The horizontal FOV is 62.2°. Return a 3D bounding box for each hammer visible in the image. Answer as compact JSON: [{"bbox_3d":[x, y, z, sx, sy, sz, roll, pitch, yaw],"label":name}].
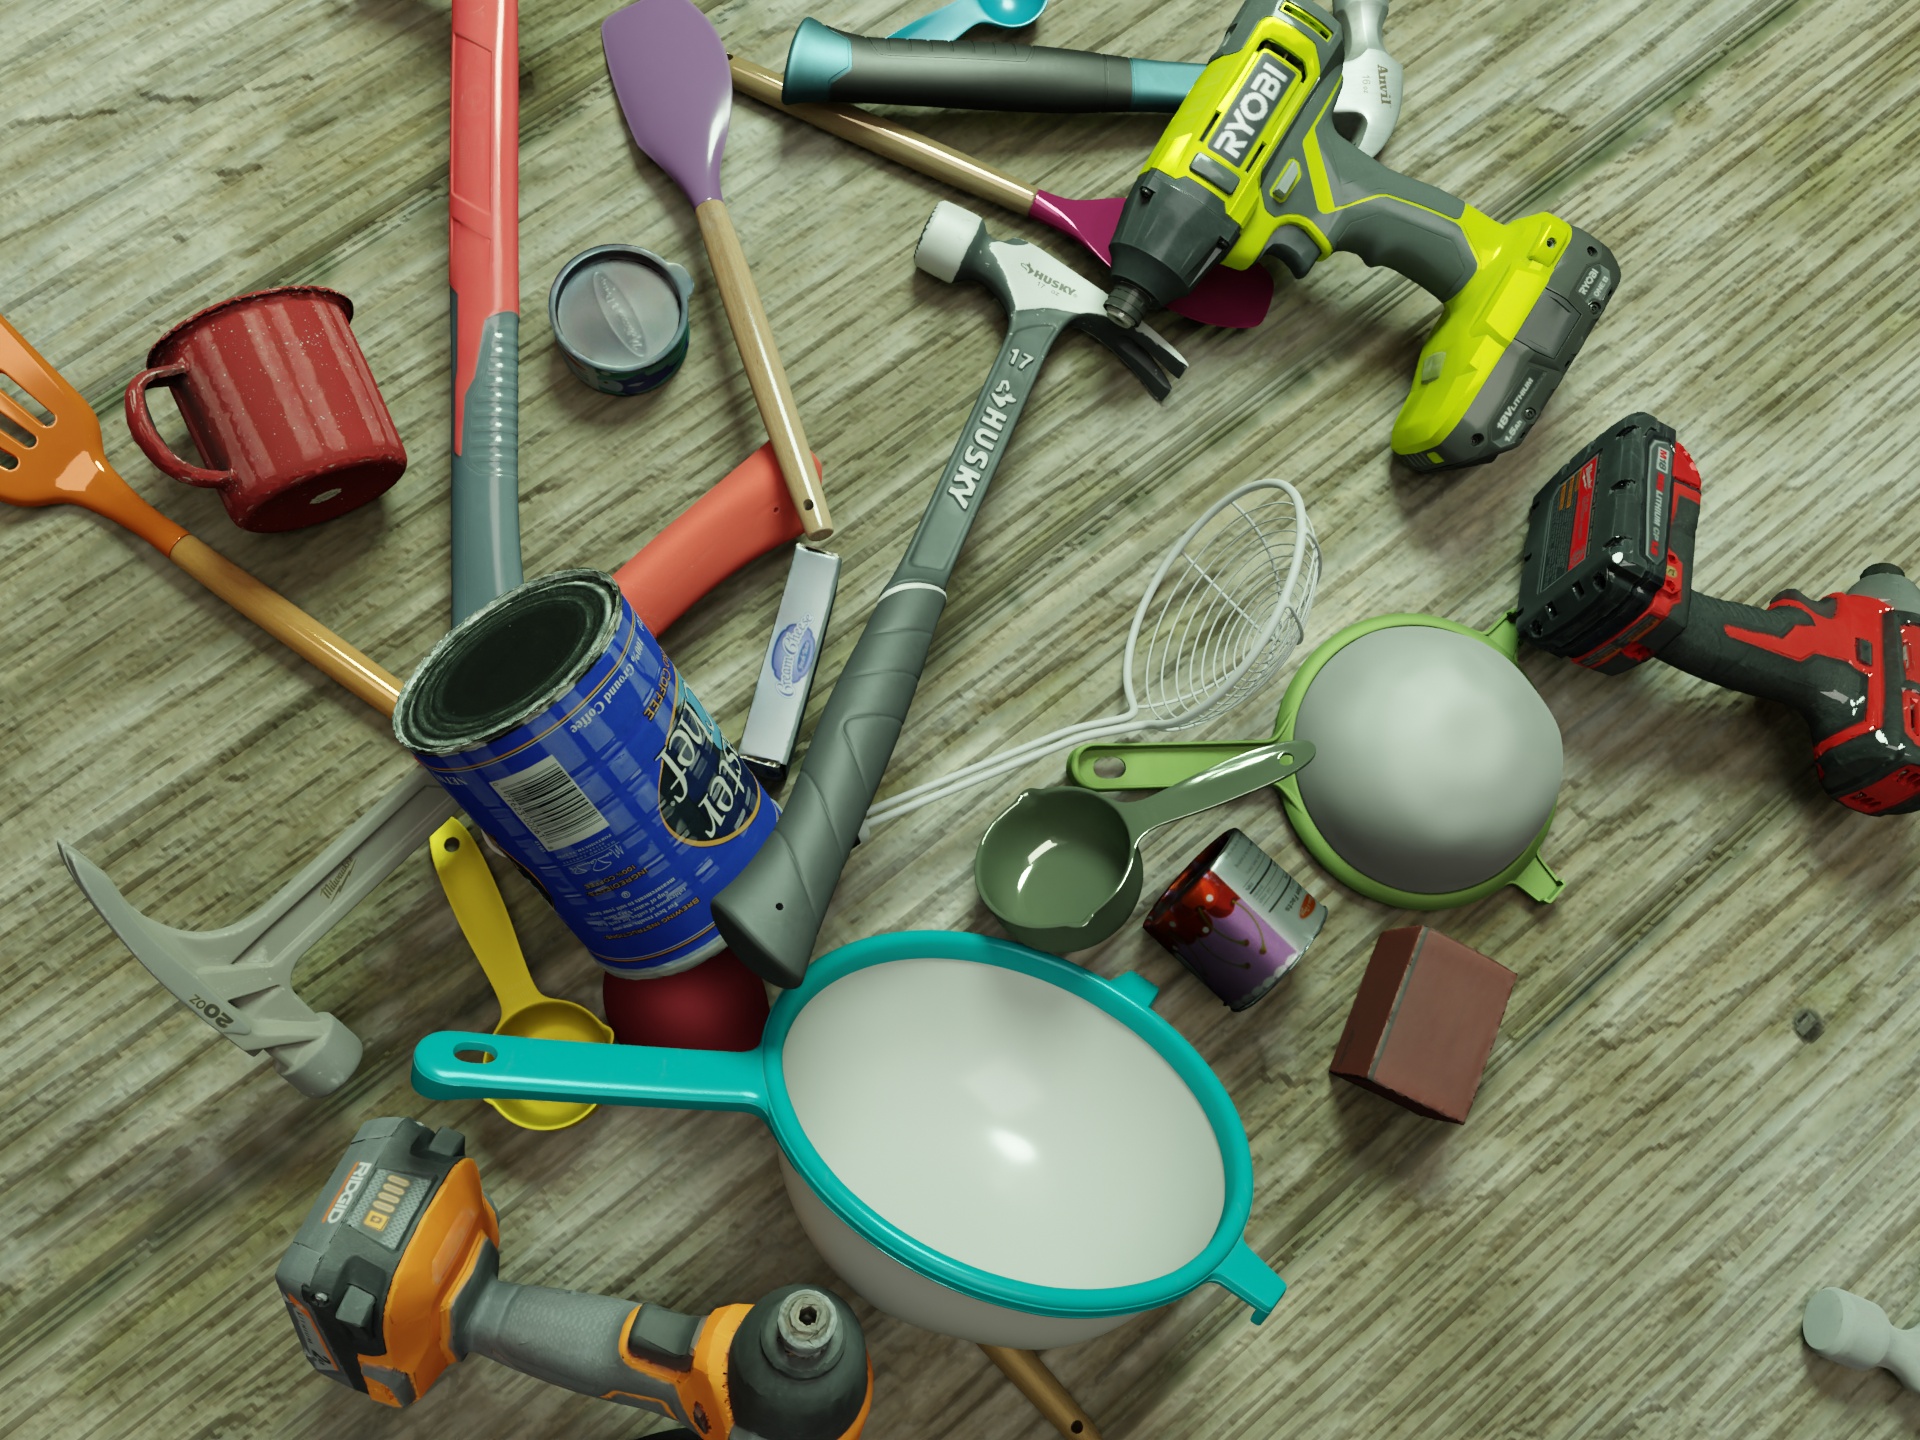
[{"bbox_3d":[0.546,0.145,0.808,0.144,0.035,0.405,22,78,-3],"label":"hammer"},{"bbox_3d":[-0.011,-0.066,0.712,0.149,0.036,0.409,25,59,-6],"label":"hammer"},{"bbox_3d":[0.073,-0.330,0.821,0.331,0.033,0.128,-1,81,-12],"label":"hammer"},{"bbox_3d":[-0.196,-0.013,0.695,0.359,0.037,0.149,-47,126,-22],"label":"hammer"},{"bbox_3d":[-0.237,-0.196,0.750,0.143,0.038,0.386,-2,87,25],"label":"hammer"}]

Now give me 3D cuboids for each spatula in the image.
[{"bbox_3d":[-0.339,-0.066,0.725,0.322,0.041,0.081,36,80,-1],"label":"spatula"},{"bbox_3d":[-0.112,-0.228,0.769,0.060,0.018,0.316,-21,73,6],"label":"spatula"}]

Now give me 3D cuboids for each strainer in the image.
[{"bbox_3d":[0.182,0.016,0.764,0.256,0.069,0.151,-1,80,-9],"label":"strainer"},{"bbox_3d":[-0.051,0.180,0.653,0.340,0.211,0.095,8,119,-17],"label":"strainer"}]

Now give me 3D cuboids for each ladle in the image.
[{"bbox_3d":[-0.046,0.214,0.722,0.069,0.031,0.315,-42,89,-15],"label":"ladle"}]

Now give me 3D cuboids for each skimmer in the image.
[{"bbox_3d":[-0.001,-0.002,0.727,0.363,0.127,0.090,-23,112,-7],"label":"skimmer"}]

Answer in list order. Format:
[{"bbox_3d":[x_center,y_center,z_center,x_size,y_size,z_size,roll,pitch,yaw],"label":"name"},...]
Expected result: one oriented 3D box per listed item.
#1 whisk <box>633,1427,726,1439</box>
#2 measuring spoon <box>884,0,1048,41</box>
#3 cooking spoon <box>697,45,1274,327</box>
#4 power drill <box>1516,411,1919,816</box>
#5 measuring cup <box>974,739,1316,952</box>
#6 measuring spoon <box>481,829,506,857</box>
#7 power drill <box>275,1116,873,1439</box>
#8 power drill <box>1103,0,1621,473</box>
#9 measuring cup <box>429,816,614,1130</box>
[{"bbox_3d":[-0.228,0.331,0.665,0.284,0.070,0.070,-5,81,-14],"label":"whisk"},{"bbox_3d":[-0.011,-0.361,0.836,0.128,0.021,0.042,-32,99,-3],"label":"measuring spoon"},{"bbox_3d":[0.014,-0.277,0.820,0.319,0.017,0.069,23,62,-3],"label":"cooking spoon"},{"bbox_3d":[0.398,-0.056,0.797,0.219,0.078,0.143,25,58,-8],"label":"power drill"},{"bbox_3d":[0.089,0.054,0.738,0.167,0.038,0.083,-23,49,1],"label":"measuring cup"},{"bbox_3d":[-0.160,0.048,0.744,0.124,0.018,0.034,-1,77,-15],"label":"measuring spoon"},{"bbox_3d":[-0.143,0.237,0.627,0.226,0.164,0.084,18,48,3],"label":"power drill"},{"bbox_3d":[0.191,-0.225,0.787,0.223,0.080,0.171,31,90,-7],"label":"power drill"},{"bbox_3d":[-0.205,0.113,0.724,0.062,0.029,0.157,-26,73,-11],"label":"measuring cup"}]
